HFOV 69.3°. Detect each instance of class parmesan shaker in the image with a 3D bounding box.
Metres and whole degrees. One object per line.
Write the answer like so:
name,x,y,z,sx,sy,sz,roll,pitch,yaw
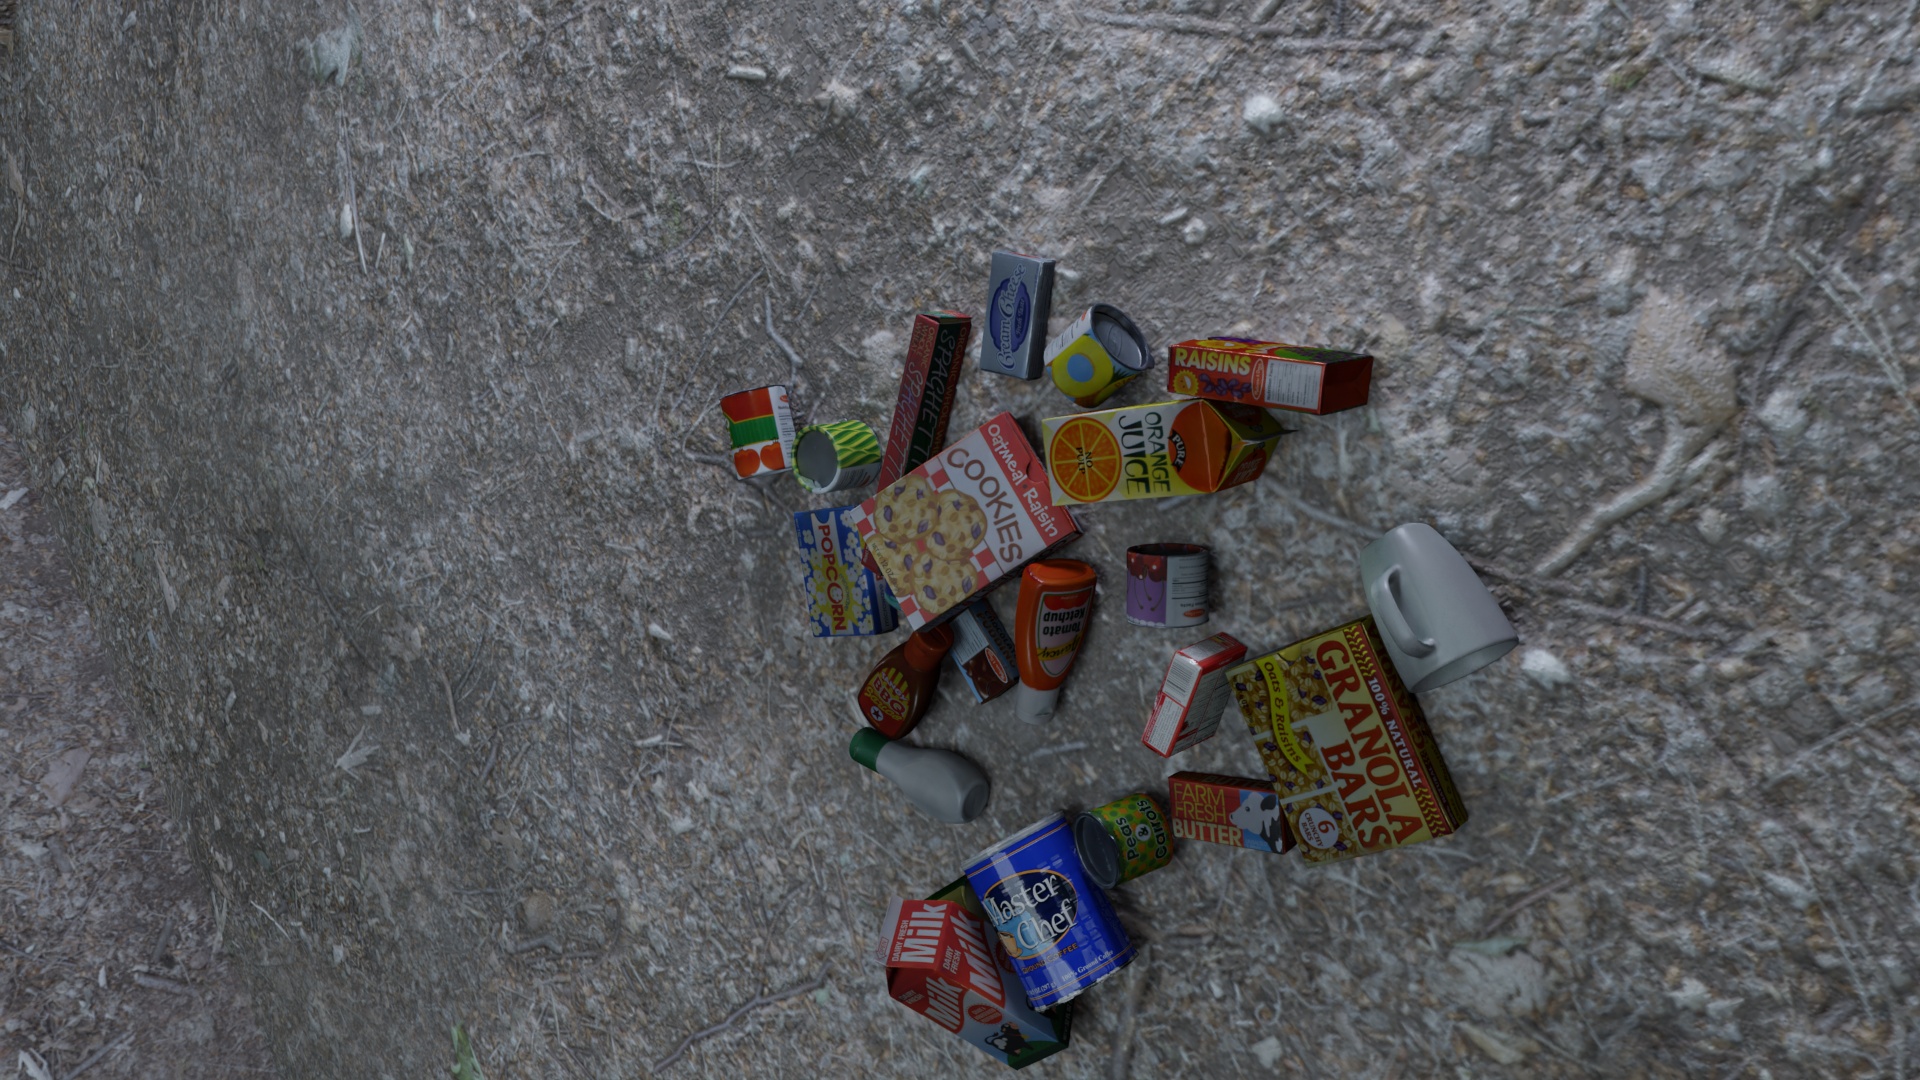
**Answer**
parmesan shaker,-0.003,0.361,1.305,0.102,0.071,0.071,-40,73,36

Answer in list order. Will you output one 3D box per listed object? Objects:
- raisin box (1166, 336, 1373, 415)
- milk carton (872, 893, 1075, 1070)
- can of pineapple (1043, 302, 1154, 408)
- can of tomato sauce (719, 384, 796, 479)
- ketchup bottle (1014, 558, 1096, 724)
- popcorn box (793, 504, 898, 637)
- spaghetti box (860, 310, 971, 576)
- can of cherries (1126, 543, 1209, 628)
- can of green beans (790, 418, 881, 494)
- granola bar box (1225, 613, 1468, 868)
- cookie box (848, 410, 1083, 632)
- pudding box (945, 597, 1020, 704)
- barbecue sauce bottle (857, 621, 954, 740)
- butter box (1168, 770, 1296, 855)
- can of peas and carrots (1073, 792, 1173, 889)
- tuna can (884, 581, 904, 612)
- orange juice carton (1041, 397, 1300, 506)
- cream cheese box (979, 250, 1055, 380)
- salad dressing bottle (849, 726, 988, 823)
raisin box,0.225,-0.122,1.016,0.123,0.086,0.040,14,109,37
milk carton,0.006,0.387,1.233,0.190,0.073,0.073,36,129,-16
can of pineapple,0.111,-0.147,1.118,0.057,0.071,0.071,-38,74,37
can of tomato sauce,-0.199,-0.106,1.375,0.071,0.071,0.083,-12,92,40
ketchup bottle,0.075,0.088,1.197,0.044,0.065,0.148,-131,42,-51
popcorn box,-0.111,0.029,1.349,0.085,0.038,0.126,-5,95,41
spaghetti box,-0.041,-0.088,1.262,0.029,0.050,0.249,27,114,31
can of cherries,0.163,0.035,1.110,0.071,0.072,0.058,6,102,38
can of green beans,-0.119,-0.080,1.321,0.071,0.058,0.071,8,104,38
granola bar box,0.288,0.153,1.048,0.124,0.039,0.165,-28,81,39
cookie box,0.004,-0.015,1.203,0.167,0.040,0.123,-32,77,12
pudding box,0.020,0.101,1.261,0.049,0.030,0.084,-41,73,35
barbecue sauce bottle,-0.047,0.125,1.288,0.065,0.044,0.147,47,139,14
butter box,0.219,0.219,1.126,0.103,0.024,0.053,1,100,39
can of peas and carrots,0.137,0.250,1.162,0.071,0.059,0.070,38,135,51
tuna can,-0.036,0.041,1.274,0.071,0.071,0.032,27,116,32
orange juice carton,0.163,-0.073,1.085,0.192,0.072,0.073,-4,97,40
cream cheese box,0.048,-0.192,1.187,0.053,0.024,0.103,19,110,36
salad dressing bottle,-0.042,0.220,1.326,0.148,0.044,0.064,21,113,36
